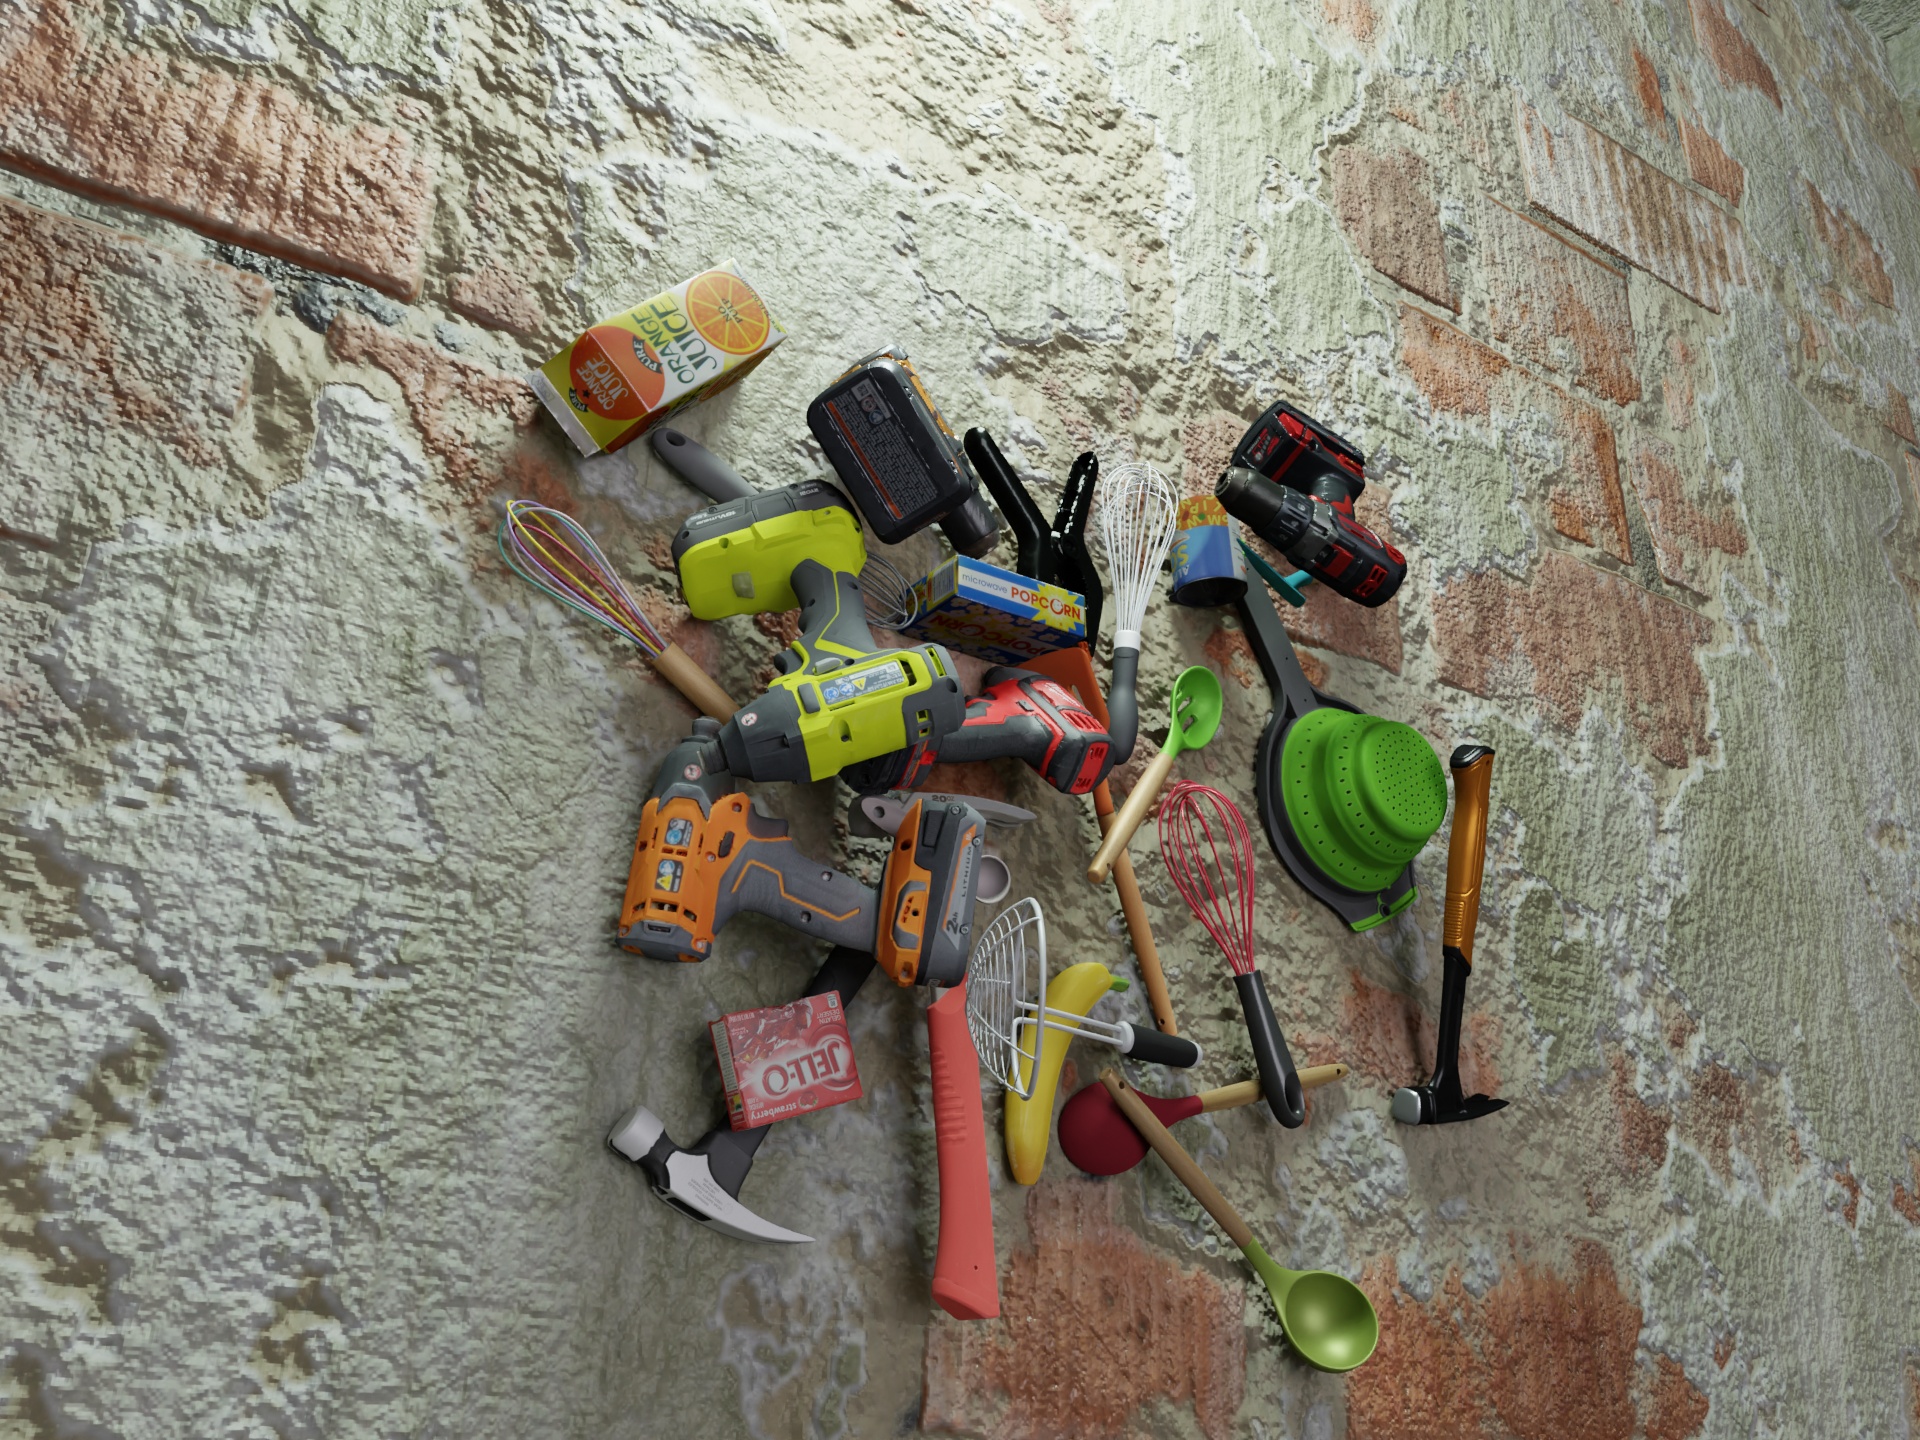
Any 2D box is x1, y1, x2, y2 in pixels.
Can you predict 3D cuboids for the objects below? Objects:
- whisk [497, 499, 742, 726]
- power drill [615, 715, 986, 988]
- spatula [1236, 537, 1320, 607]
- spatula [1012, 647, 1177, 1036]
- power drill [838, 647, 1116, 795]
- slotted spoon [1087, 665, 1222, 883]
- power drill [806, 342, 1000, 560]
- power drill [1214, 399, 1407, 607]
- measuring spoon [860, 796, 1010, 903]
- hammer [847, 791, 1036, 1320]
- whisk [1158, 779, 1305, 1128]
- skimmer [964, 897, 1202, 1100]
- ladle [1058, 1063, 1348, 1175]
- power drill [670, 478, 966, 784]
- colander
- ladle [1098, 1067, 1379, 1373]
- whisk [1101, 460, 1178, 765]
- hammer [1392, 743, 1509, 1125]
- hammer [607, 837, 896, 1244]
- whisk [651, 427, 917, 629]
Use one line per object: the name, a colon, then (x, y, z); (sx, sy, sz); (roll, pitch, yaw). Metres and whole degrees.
whisk: (-0.224, -0.061, 1.102); (0.244, 0.047, 0.051); (46, 70, -17)
power drill: (-0.101, 0.088, 1.055); (0.226, 0.084, 0.164); (9, 72, -2)
spatula: (0.344, -0.145, 1.498); (0.082, 0.044, 0.317); (45, 32, 19)
spatula: (0.119, 0.101, 1.281); (0.041, 0.081, 0.322); (-11, 84, -55)
power drill: (-0.002, -0.004, 1.192); (0.219, 0.078, 0.143); (3, 30, -37)
slotted spoon: (0.158, 0.043, 1.296); (0.314, 0.031, 0.070); (-50, 123, -53)
power drill: (-0.033, -0.193, 1.208); (0.185, 0.084, 0.226); (58, 11, -11)
power drill: (0.304, -0.207, 1.450); (0.187, 0.080, 0.227); (28, 30, -16)
measuring spoon: (-0.020, 0.090, 1.123); (0.124, 0.018, 0.034); (33, 68, -11)
hammer: (0.002, 0.226, 1.109); (0.149, 0.036, 0.359); (8, 66, -32)
whisk: (0.230, 0.189, 1.311); (0.073, 0.073, 0.296); (-8, 77, -37)
skimmer: (0.111, 0.215, 1.121); (0.363, 0.090, 0.127); (27, 58, -52)
ladle: (0.207, 0.306, 1.279); (0.315, 0.031, 0.069); (-2, 76, -38)
power drill: (-0.113, -0.056, 1.074); (0.171, 0.080, 0.223); (-17, 49, -11)
colander: (0.342, -0.011, 1.453); (0.204, 0.094, 0.397); (-19, 84, -39)
ladle: (0.211, 0.378, 1.213); (0.320, 0.062, 0.078); (51, 48, -15)
whisk: (0.146, -0.097, 1.375); (0.070, 0.070, 0.285); (19, 67, -29)
hammer: (0.451, 0.190, 1.420); (0.127, 0.034, 0.337); (4, 91, -35)
hammer: (-0.092, 0.201, 1.099); (0.146, 0.035, 0.335); (44, 53, -13)
whisk: (-0.131, -0.145, 1.199); (0.239, 0.055, 0.055); (36, 55, -14)
